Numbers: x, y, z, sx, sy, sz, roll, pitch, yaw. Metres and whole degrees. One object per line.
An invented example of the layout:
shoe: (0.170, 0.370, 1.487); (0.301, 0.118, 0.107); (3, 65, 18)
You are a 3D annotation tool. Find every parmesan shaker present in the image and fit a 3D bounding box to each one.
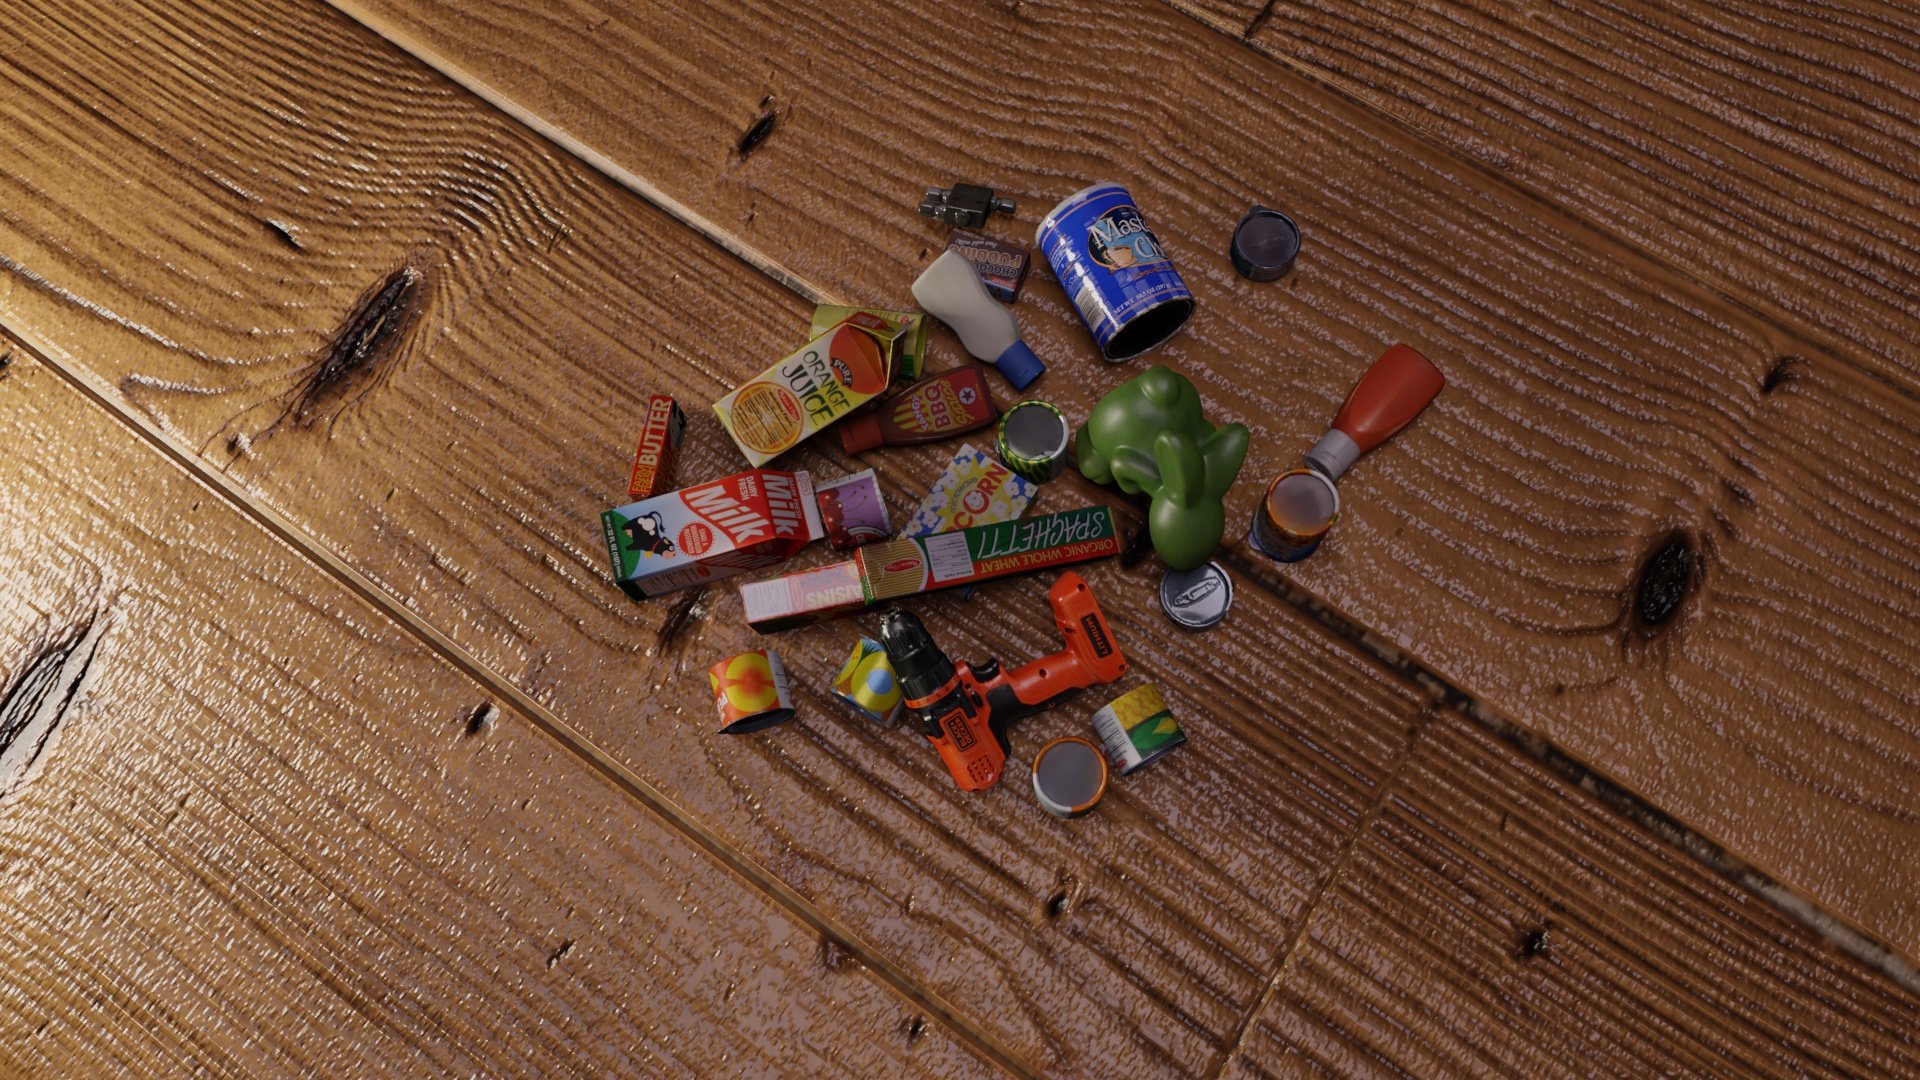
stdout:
parmesan shaker: (-0.089, -0.194, 1.348); (0.103, 0.071, 0.071); (7, 73, 5)

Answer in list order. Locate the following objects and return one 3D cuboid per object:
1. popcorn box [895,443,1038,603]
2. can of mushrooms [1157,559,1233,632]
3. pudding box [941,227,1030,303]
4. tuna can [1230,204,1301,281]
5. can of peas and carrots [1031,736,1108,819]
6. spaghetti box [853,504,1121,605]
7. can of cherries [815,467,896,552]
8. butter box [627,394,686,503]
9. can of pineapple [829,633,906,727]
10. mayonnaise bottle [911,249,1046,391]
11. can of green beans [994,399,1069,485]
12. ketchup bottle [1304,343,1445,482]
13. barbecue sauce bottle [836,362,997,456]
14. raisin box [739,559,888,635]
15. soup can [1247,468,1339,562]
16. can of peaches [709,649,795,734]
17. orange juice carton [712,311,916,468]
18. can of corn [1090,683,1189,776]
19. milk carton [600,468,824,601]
popcorn box: (0.005, -0.016, 1.301); (0.085, 0.038, 0.127); (32, 76, 11)
can of mushrooms: (0.214, 0.048, 1.274); (0.071, 0.033, 0.071); (-1, 73, 3)
pudding box: (0.023, -0.274, 1.387); (0.084, 0.030, 0.050); (20, 75, 9)
tuna can: (0.302, -0.295, 1.380); (0.071, 0.032, 0.071); (-1, 72, 2)
can of peas and carrots: (0.097, 0.206, 1.216); (0.071, 0.058, 0.071); (-1, 73, 2)
spaghetti box: (0.028, 0.011, 1.248); (0.251, 0.028, 0.050); (-10, 80, -23)
can of cherries: (-0.098, -0.026, 1.294); (0.058, 0.071, 0.071); (-18, 73, -3)
butter box: (-0.289, -0.082, 1.326); (0.024, 0.053, 0.104); (8, 73, 7)
can of pineapple: (-0.077, 0.126, 1.244); (0.071, 0.071, 0.058); (29, 76, 11)
mayonnaise bottle: (0.022, -0.210, 1.348); (0.064, 0.041, 0.148); (-42, 87, 16)
can of green beans: (0.069, -0.092, 1.312); (0.071, 0.057, 0.071); (-1, 72, 2)
ketchup bottle: (0.388, -0.117, 1.315); (0.065, 0.043, 0.149); (43, 79, 15)
barbecue sauce bottle: (-0.043, -0.120, 1.332); (0.149, 0.043, 0.065); (-18, 89, -3)
raisin box: (-0.130, 0.051, 1.260); (0.123, 0.086, 0.040); (-11, 78, -2)
soup can: (0.302, -0.021, 1.266); (0.071, 0.083, 0.071); (-1, 73, 3)
can of peaches: (-0.189, 0.136, 1.245); (0.071, 0.071, 0.058); (-16, 72, -3)
orange juice carton: (-0.125, -0.150, 1.288); (0.192, 0.072, 0.073); (-30, 101, 14)
can of corn: (0.159, 0.165, 1.223); (0.071, 0.071, 0.058); (-28, 73, -6)
milk carton: (-0.226, -0.009, 1.290); (0.191, 0.073, 0.072); (-15, 72, -3)
